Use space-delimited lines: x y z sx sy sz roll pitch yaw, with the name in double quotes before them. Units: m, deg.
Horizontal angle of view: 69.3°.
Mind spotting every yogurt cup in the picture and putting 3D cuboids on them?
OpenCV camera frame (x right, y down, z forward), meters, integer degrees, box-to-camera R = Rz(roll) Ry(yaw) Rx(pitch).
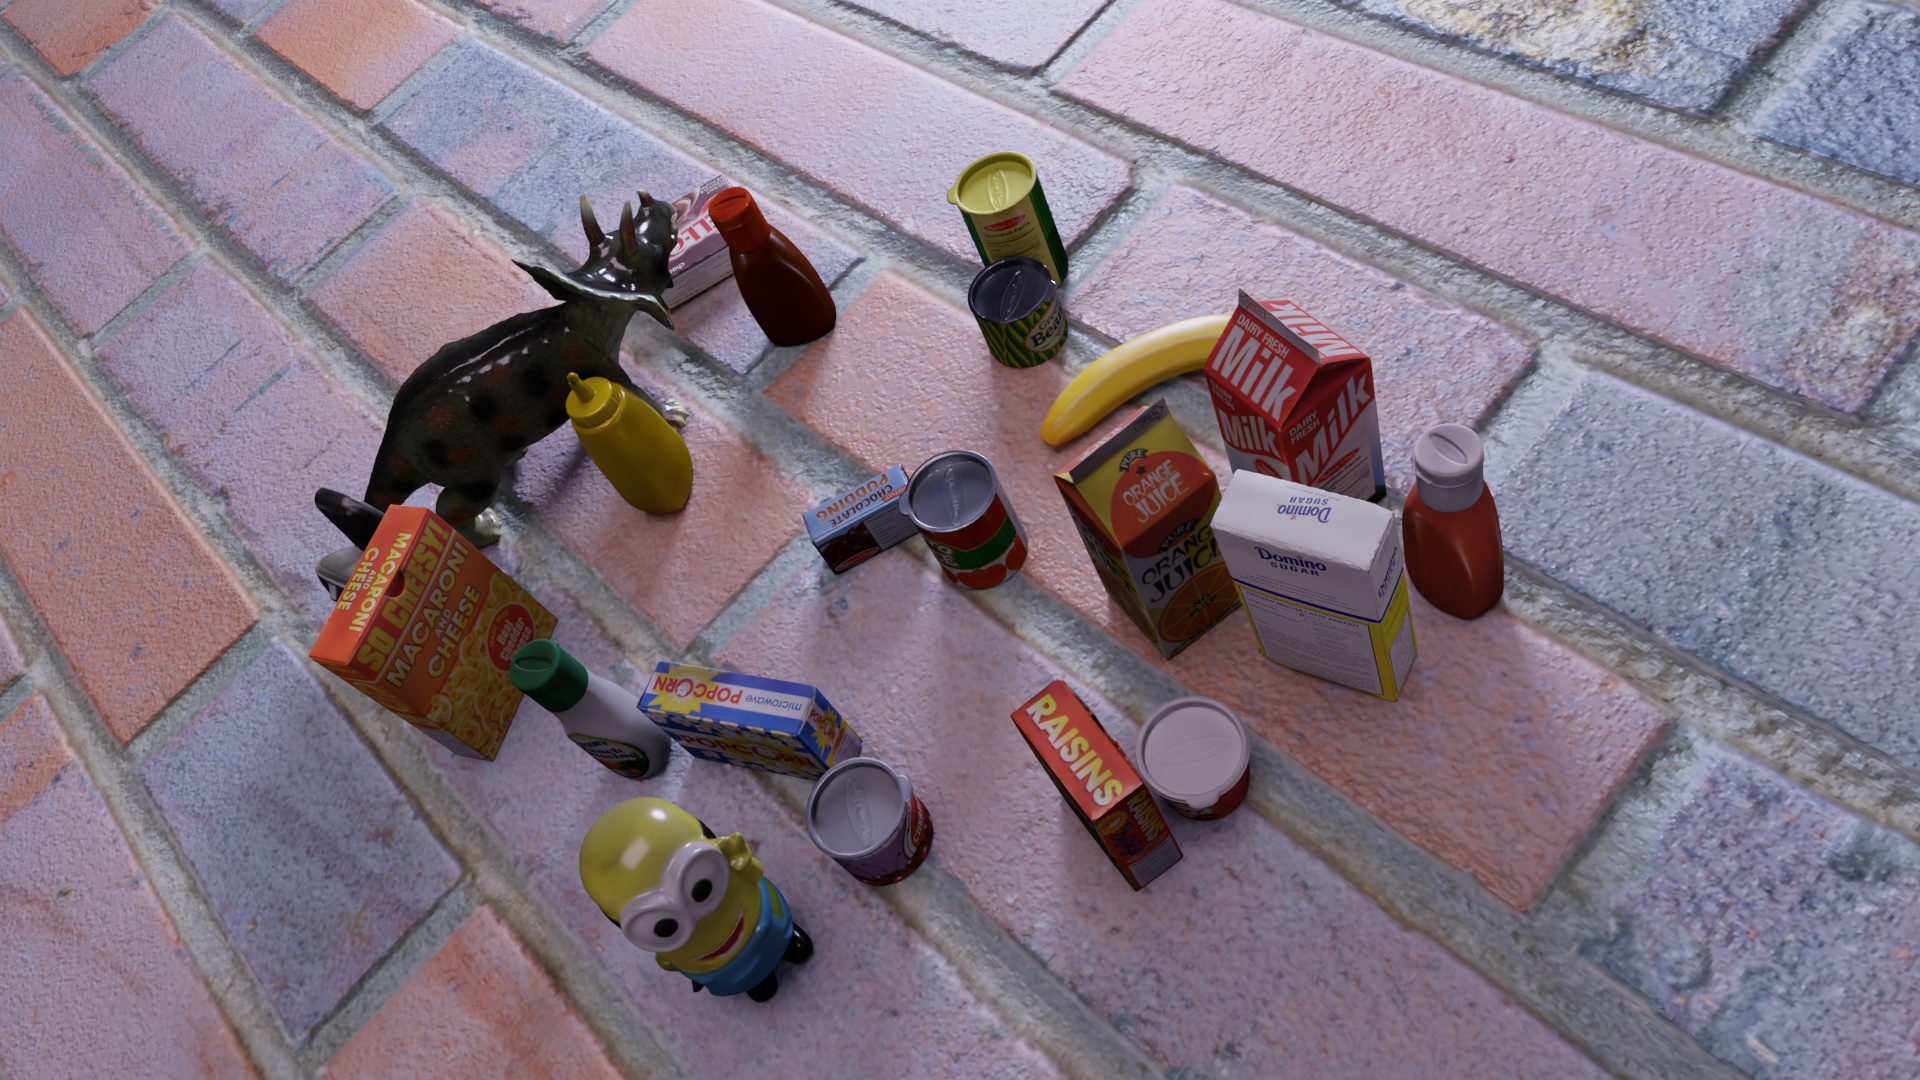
"yogurt cup" 0.144 0.135 0.839 0.072 0.053 0.073 -10 56 15

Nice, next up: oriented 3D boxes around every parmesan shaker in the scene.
"parmesan shaker" 0.039 -0.245 1.093 0.071 0.102 0.071 -10 56 15

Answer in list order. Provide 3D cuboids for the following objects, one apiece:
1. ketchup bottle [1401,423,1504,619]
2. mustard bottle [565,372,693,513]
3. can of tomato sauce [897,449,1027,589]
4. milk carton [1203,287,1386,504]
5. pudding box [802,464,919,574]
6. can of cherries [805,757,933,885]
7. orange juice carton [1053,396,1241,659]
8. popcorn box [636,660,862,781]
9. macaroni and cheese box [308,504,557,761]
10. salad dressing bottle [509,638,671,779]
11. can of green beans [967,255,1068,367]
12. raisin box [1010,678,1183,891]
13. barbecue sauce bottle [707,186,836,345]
"ketchup bottle" 0.289 -0.012 0.820 0.043 0.148 0.065 -38 54 -5
"mustard bottle" -0.260 -0.082 1.063 0.049 0.159 0.065 -6 57 17
"can of tomato sauce" 0.003 -0.012 0.968 0.071 0.082 0.071 -10 56 15
"milk carton" 0.209 -0.078 0.867 0.073 0.189 0.072 -38 54 -5
"pudding box" -0.068 -0.015 1.017 0.084 0.049 0.030 -28 53 2
"can of cherries" -0.054 0.179 0.882 0.071 0.058 0.072 -10 56 15
"orange juice carton" 0.117 -0.011 0.857 0.072 0.192 0.073 -37 54 -5
"popcorn box" -0.140 0.123 0.933 0.127 0.085 0.038 6 62 24
"macaroni and cheese box" -0.373 0.069 1.004 0.040 0.166 0.124 5 61 23
"salad dressing bottle" -0.249 0.115 0.940 0.064 0.147 0.044 2 60 22
"can of green beans" 0.045 -0.176 1.074 0.071 0.057 0.071 -10 56 15
"raisin box" 0.082 0.144 0.813 0.040 0.123 0.086 -36 54 -4
"barbecue sauce bottle" -0.155 -0.220 1.121 0.065 0.148 0.044 -17 55 10
